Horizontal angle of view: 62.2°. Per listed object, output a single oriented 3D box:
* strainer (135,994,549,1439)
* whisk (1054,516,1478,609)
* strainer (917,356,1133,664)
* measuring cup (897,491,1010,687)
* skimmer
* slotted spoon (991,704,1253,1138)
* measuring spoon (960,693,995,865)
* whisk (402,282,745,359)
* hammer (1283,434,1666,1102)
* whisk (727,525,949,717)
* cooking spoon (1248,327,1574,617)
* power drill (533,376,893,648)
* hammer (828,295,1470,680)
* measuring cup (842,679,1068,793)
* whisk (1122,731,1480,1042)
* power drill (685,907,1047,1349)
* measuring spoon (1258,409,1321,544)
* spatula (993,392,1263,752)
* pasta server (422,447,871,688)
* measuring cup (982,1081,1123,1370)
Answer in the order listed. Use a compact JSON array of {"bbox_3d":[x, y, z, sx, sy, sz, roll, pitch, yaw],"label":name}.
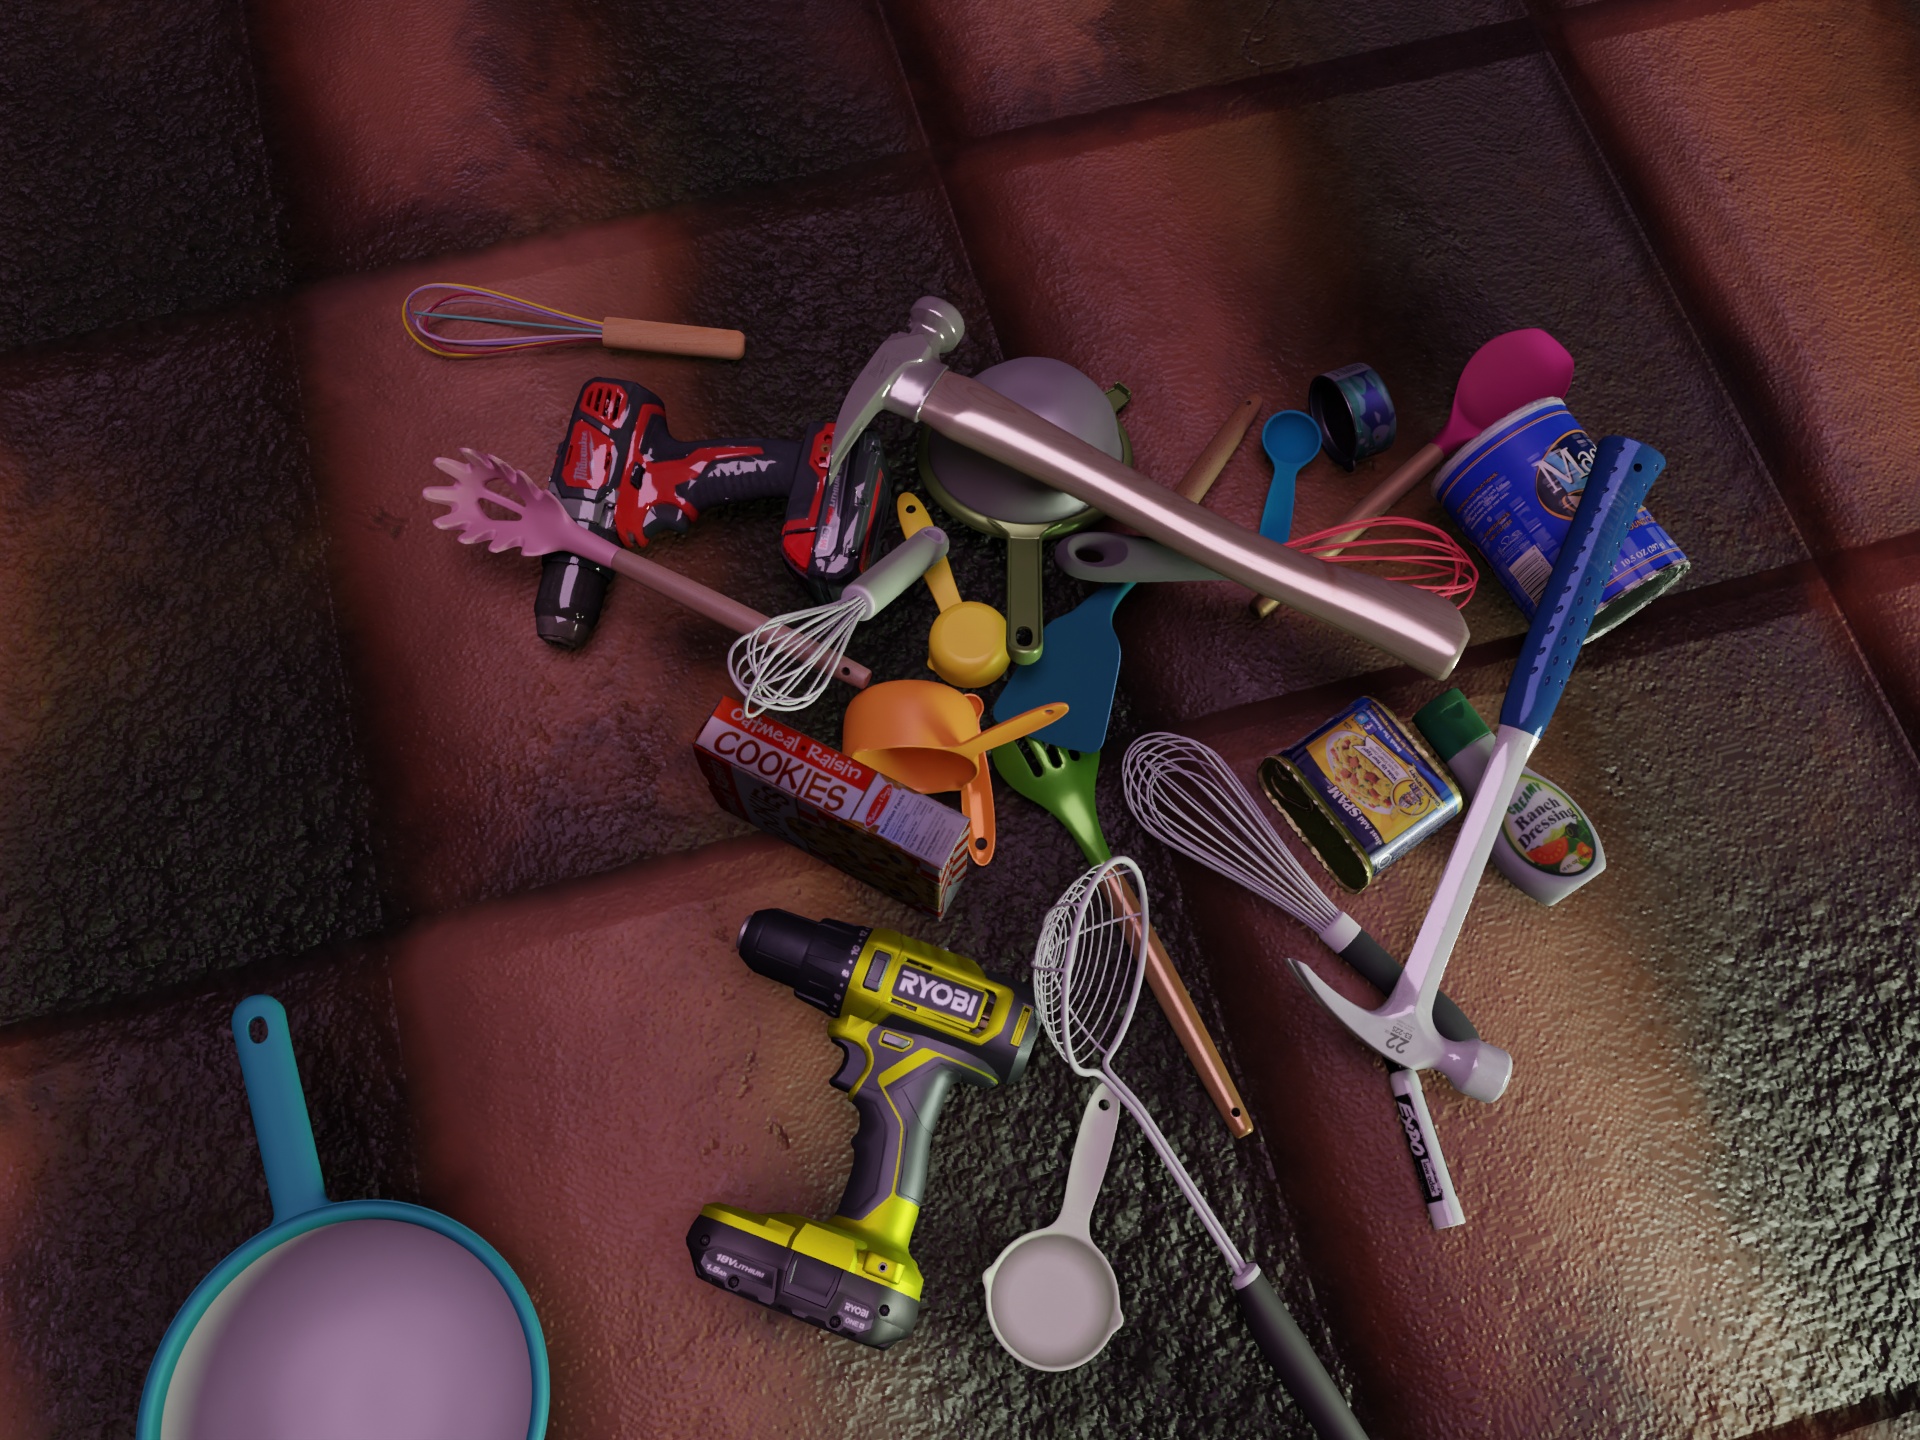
[{"bbox_3d":[-0.348,0.321,0.893,0.211,0.095,0.341,-19,69,-10],"label":"strainer"},{"bbox_3d":[0.204,-0.102,1.042,0.295,0.073,0.073,1,69,-13],"label":"whisk"},{"bbox_3d":[0.044,-0.157,1.054,0.151,0.069,0.257,2,55,0],"label":"strainer"},{"bbox_3d":[-0.012,-0.096,1.082,0.062,0.029,0.157,-20,71,-8],"label":"measuring cup"},{"bbox_3d":[0.152,0.253,0.909,0.090,0.127,0.363,-37,80,27],"label":"skimmer"},{"bbox_3d":[0.106,0.116,1.006,0.070,0.031,0.314,-25,73,-6],"label":"slotted spoon"},{"bbox_3d":[0.010,0.039,1.045,0.021,0.011,0.117,-6,73,2],"label":"measuring spoon"},{"bbox_3d":[-0.278,-0.279,1.148,0.245,0.051,0.047,5,91,-3],"label":"whisk"},{"bbox_3d":[0.329,0.014,0.963,0.144,0.035,0.405,24,84,0],"label":"hammer"},{"bbox_3d":[-0.067,-0.069,0.986,0.058,0.059,0.246,32,37,9],"label":"whisk"},{"bbox_3d":[0.317,-0.174,1.119,0.319,0.017,0.069,-40,80,-14],"label":"cooking spoon"},{"bbox_3d":[-0.172,-0.127,1.070,0.227,0.080,0.188,9,77,7],"label":"power drill"},{"bbox_3d":[0.118,-0.124,0.993,0.410,0.038,0.146,28,65,7],"label":"hammer"},{"bbox_3d":[-0.002,-0.003,0.986,0.173,0.095,0.052,-22,59,39],"label":"measuring cup"},{"bbox_3d":[0.213,0.110,0.995,0.285,0.070,0.070,42,75,9],"label":"whisk"},{"bbox_3d":[-0.072,0.230,0.937,0.190,0.080,0.229,19,68,5],"label":"power drill"},{"bbox_3d":[0.223,-0.155,1.116,0.042,0.021,0.129,12,79,3],"label":"measuring spoon"},{"bbox_3d":[0.131,-0.113,1.076,0.082,0.044,0.317,19,57,31],"label":"spatula"},{"bbox_3d":[-0.199,-0.092,1.013,0.316,0.040,0.060,26,101,11],"label":"pasta server"},{"bbox_3d":[0.065,0.296,0.936,0.083,0.038,0.168,16,65,6],"label":"measuring cup"}]
